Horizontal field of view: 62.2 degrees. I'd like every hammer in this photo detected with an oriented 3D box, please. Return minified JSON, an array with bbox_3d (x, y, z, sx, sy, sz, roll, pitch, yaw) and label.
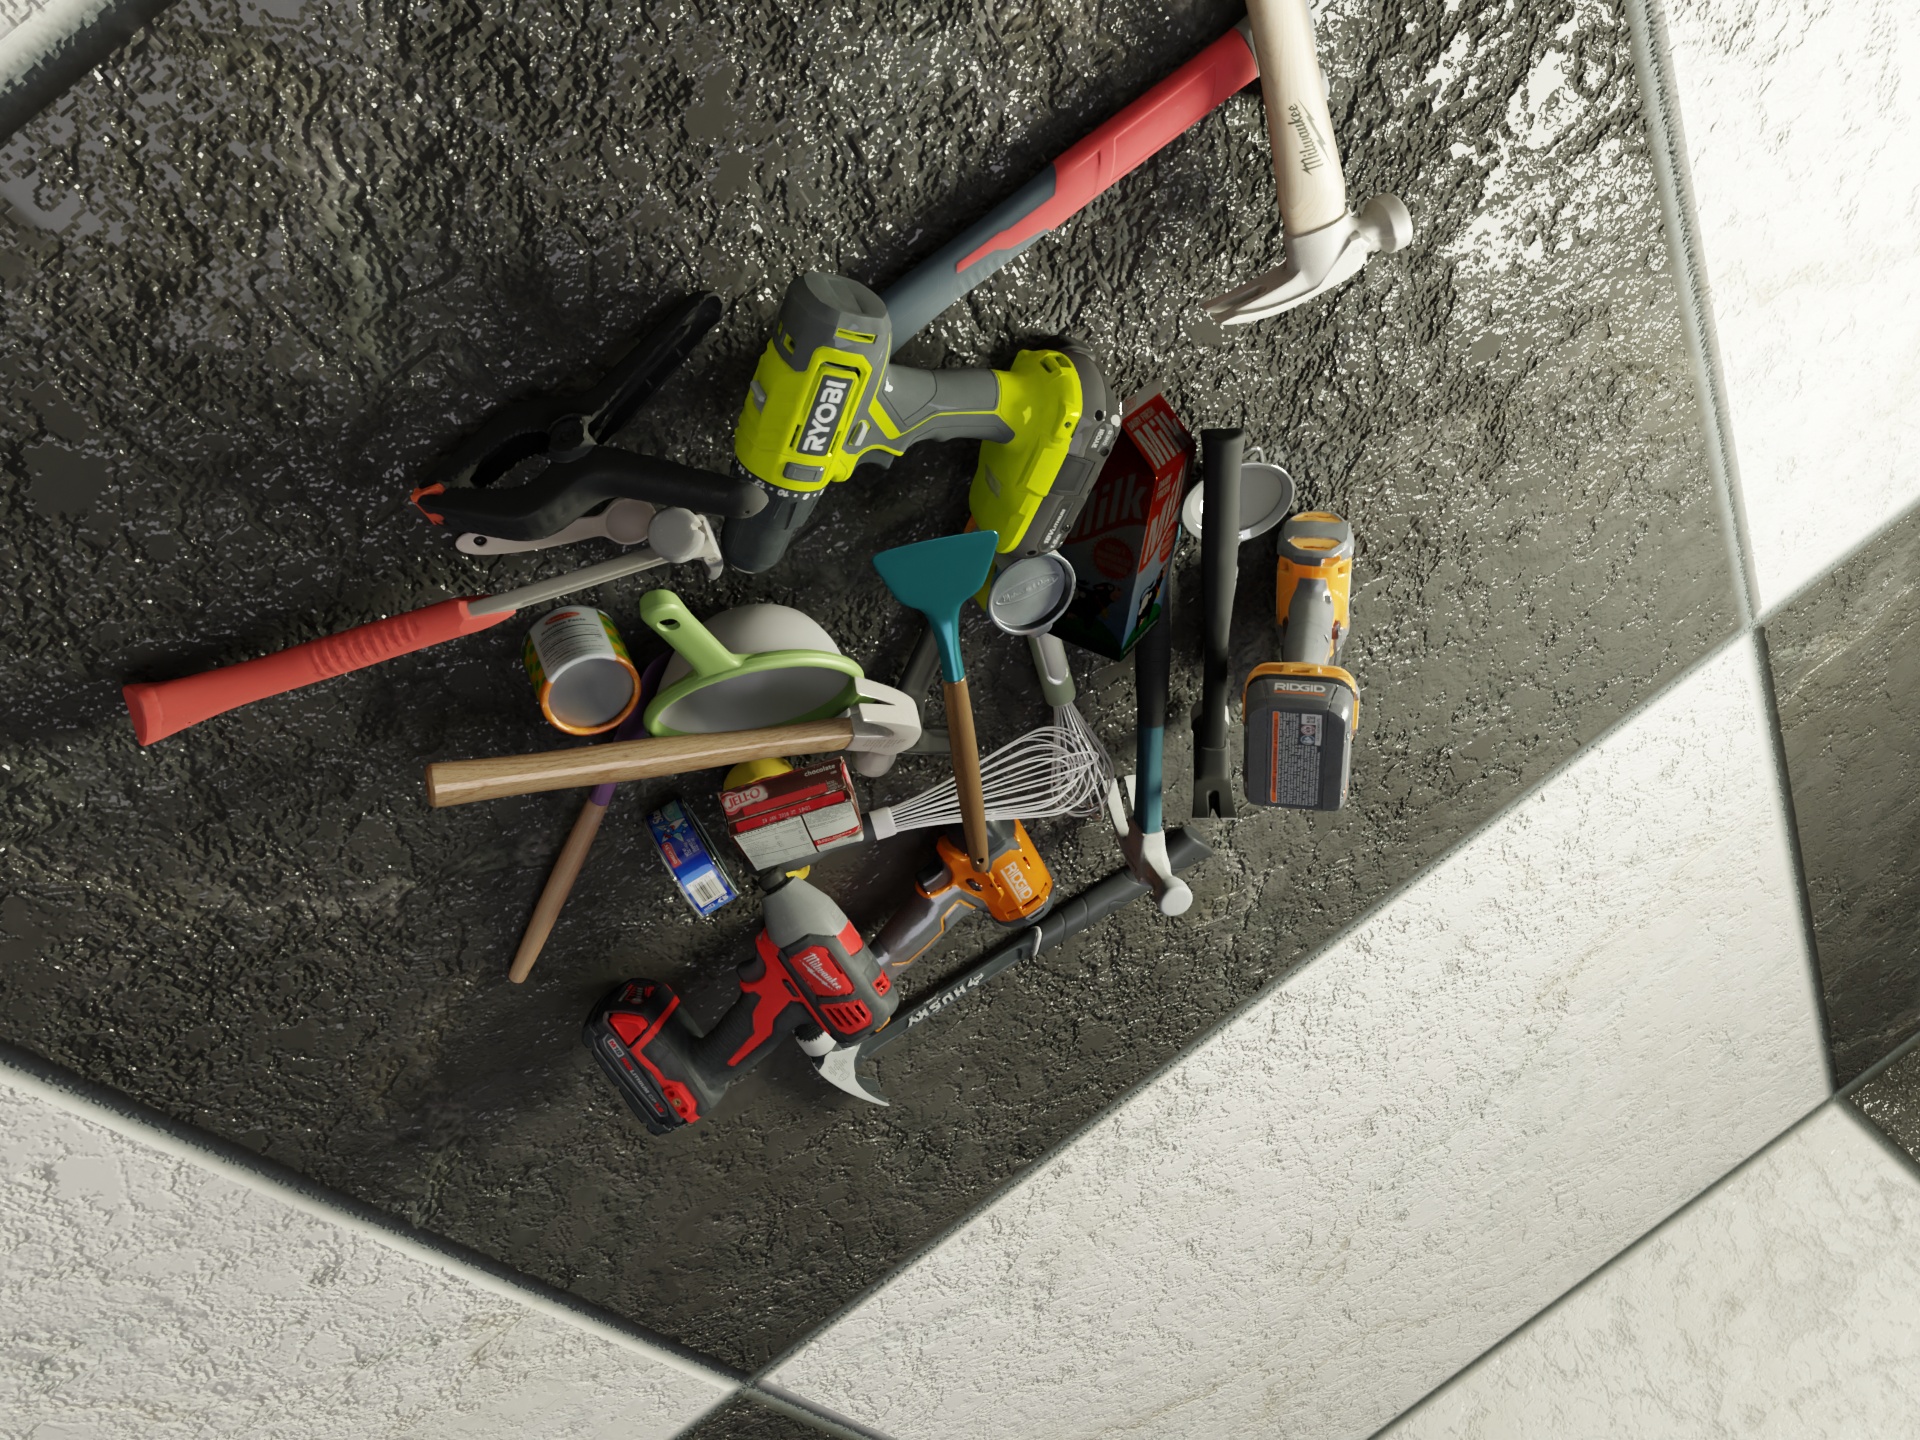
[{"bbox_3d":[-0.321,-0.057,0.965,0.359,0.149,0.037,-18,91,-4],"label":"hammer"},{"bbox_3d":[0.018,-0.117,1.144,0.127,0.034,0.336,7,122,-33],"label":"hammer"},{"bbox_3d":[0.052,0.214,1.438,0.409,0.036,0.149,-31,136,-5],"label":"hammer"},{"bbox_3d":[0.193,-0.072,1.197,0.035,0.146,0.334,0,131,7],"label":"hammer"},{"bbox_3d":[0.152,-0.012,1.266,0.033,0.128,0.330,-10,121,-14],"label":"hammer"},{"bbox_3d":[0.173,-0.429,0.925,0.146,0.038,0.410,-28,132,-5],"label":"hammer"},{"bbox_3d":[-0.183,0.021,1.061,0.331,0.031,0.130,-7,161,-22],"label":"hammer"},{"bbox_3d":[0.049,-0.334,0.979,0.386,0.038,0.143,-36,134,1],"label":"hammer"}]

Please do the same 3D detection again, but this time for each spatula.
[{"bbox_3d":[-0.002,-0.004,1.109,0.082,0.044,0.317,-12,128,-4],"label":"spatula"},{"bbox_3d":[-0.266,0.074,1.137,0.018,0.060,0.315,32,117,4],"label":"spatula"}]

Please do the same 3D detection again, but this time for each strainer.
[{"bbox_3d":[-0.155,-0.052,1.030,0.151,0.069,0.256,-17,160,6],"label":"strainer"},{"bbox_3d":[0.207,-0.124,1.246,0.087,0.050,0.258,-6,137,-5],"label":"strainer"}]

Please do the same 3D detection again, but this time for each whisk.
[{"bbox_3d":[-0.029,0.069,1.217,0.284,0.070,0.070,-17,133,-5],"label":"whisk"},{"bbox_3d":[0.081,-0.013,1.259,0.058,0.059,0.246,-27,130,-10],"label":"whisk"}]

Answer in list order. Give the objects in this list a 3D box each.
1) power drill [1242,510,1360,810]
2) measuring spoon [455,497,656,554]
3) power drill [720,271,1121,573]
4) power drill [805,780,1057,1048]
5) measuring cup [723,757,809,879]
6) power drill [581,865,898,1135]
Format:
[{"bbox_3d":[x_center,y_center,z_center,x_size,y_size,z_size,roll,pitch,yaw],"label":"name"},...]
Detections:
[{"bbox_3d":[0.271,-0.029,1.253,0.084,0.226,0.185,4,134,14],"label":"power drill"},{"bbox_3d":[-0.253,-0.123,0.998,0.124,0.018,0.034,-10,132,-14],"label":"measuring spoon"},{"bbox_3d":[-0.032,-0.167,0.994,0.228,0.080,0.190,3,130,-31],"label":"power drill"},{"bbox_3d":[-0.042,0.150,1.301,0.226,0.084,0.164,-35,133,-6],"label":"power drill"},{"bbox_3d":[-0.142,0.077,1.224,0.062,0.029,0.156,-23,146,-7],"label":"measuring cup"},{"bbox_3d":[-0.171,0.211,1.213,0.219,0.078,0.143,-31,99,16],"label":"power drill"}]
